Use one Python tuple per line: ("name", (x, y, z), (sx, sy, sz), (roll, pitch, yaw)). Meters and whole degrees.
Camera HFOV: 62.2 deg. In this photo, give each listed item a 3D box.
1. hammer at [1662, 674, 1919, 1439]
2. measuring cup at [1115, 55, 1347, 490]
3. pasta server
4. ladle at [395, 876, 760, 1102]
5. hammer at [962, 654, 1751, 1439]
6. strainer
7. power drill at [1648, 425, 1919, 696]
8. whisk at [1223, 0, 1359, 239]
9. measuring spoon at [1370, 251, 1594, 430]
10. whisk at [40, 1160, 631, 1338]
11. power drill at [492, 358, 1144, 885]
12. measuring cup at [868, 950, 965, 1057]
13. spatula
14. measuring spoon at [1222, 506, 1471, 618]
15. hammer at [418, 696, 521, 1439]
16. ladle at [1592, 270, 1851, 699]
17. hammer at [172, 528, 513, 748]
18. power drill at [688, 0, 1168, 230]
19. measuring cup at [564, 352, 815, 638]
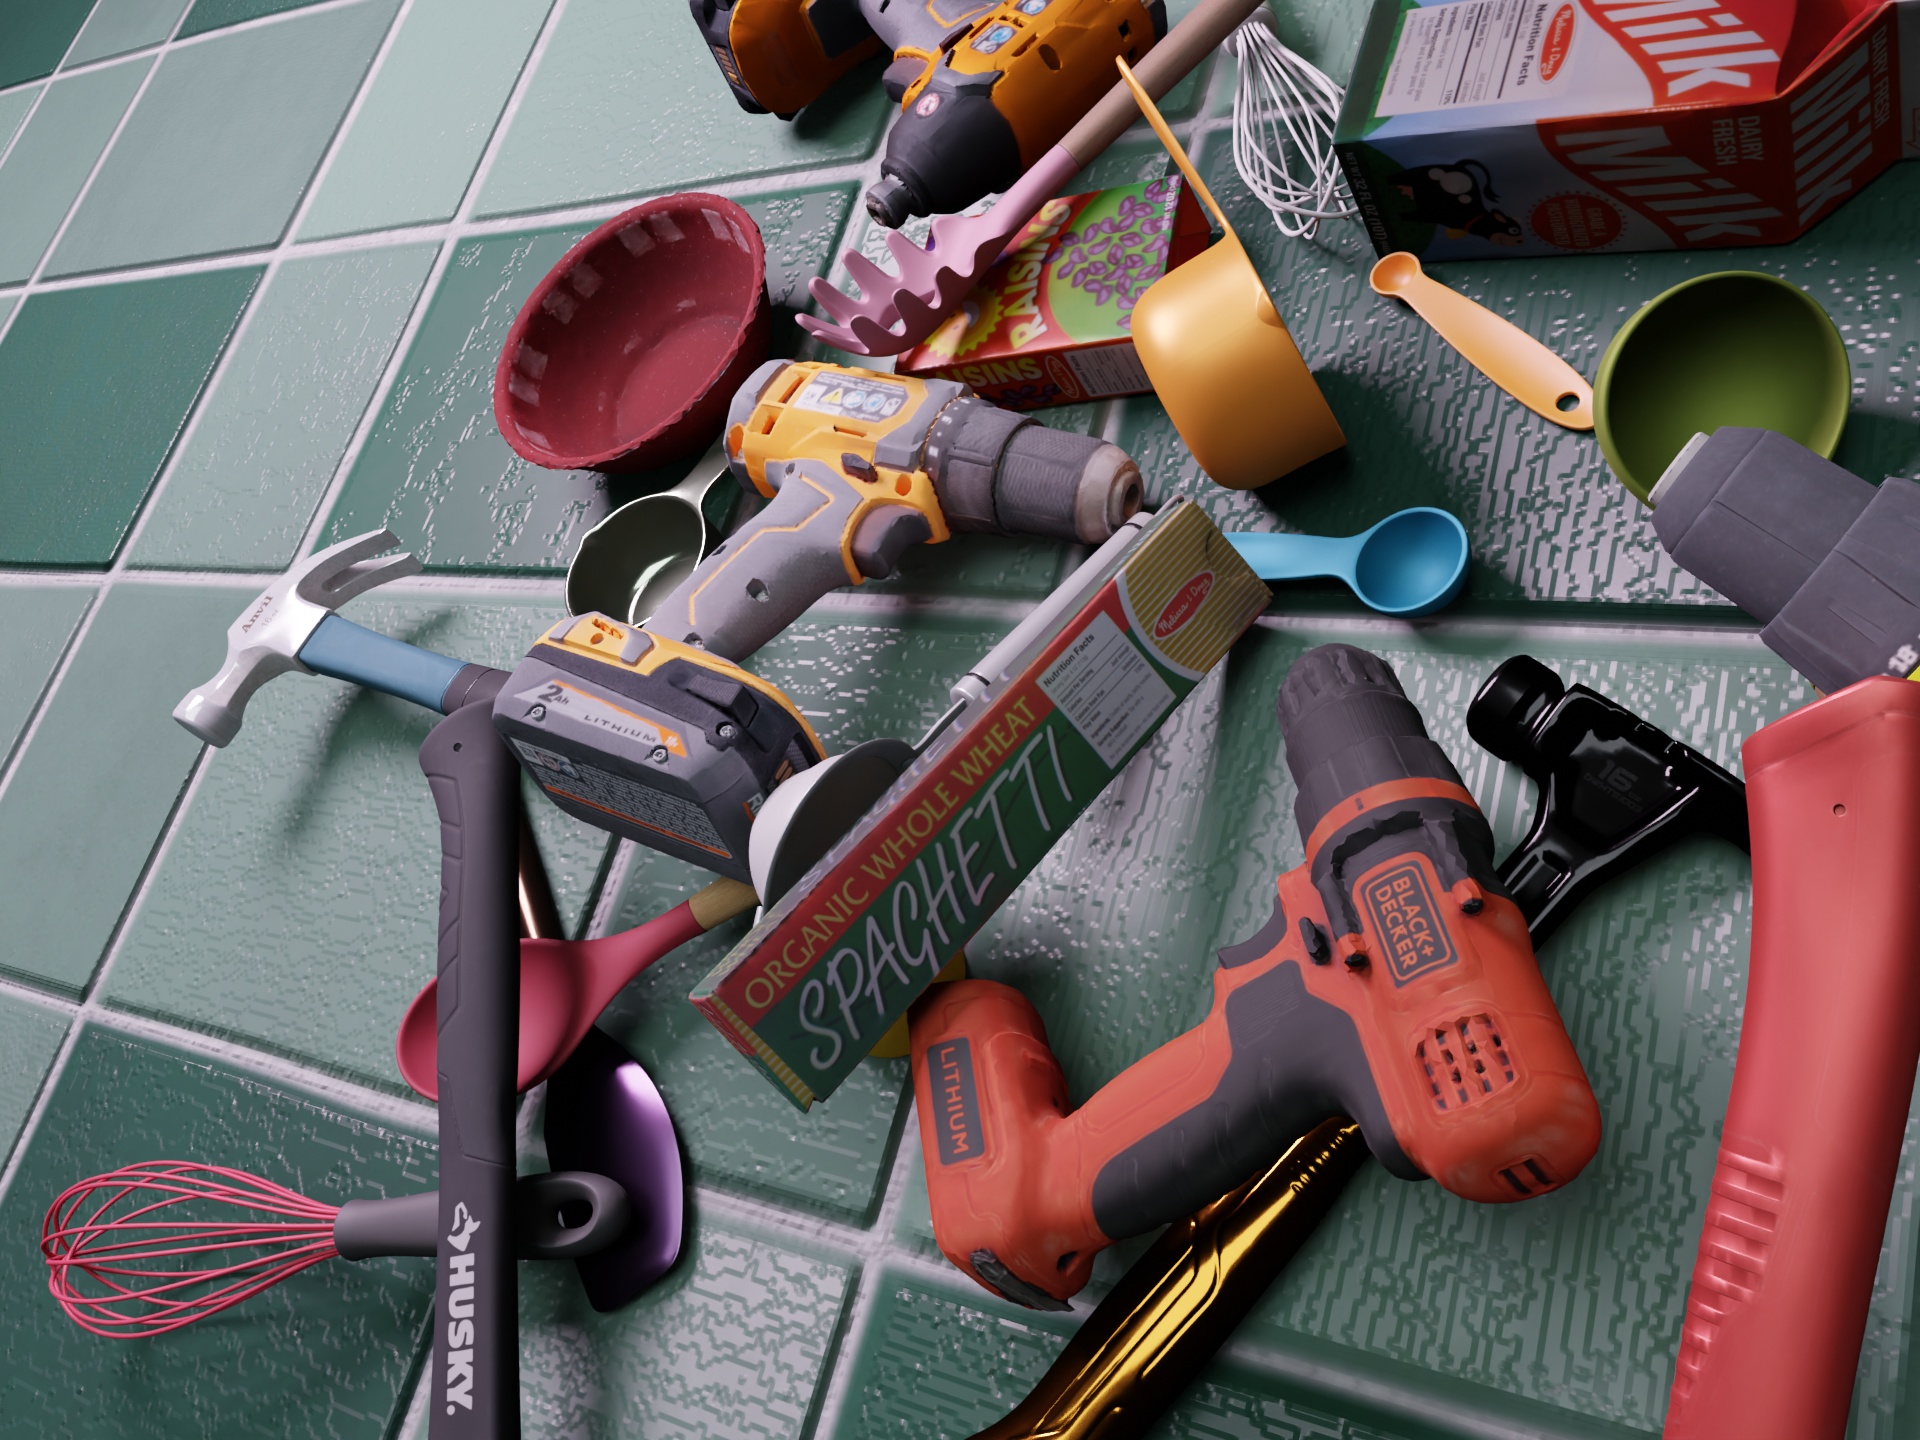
("hammer", (0.186, 0.169, 0.356), (0.149, 0.036, 0.359), (11, 86, 37))
("measuring cup", (0.081, -0.166, 0.597), (0.052, 0.095, 0.174), (-30, 80, 16))
("pasta server", (0.061, -0.259, 0.663), (0.316, 0.040, 0.060), (-43, 40, 3))
("ladle", (-0.081, 0.061, 0.622), (0.315, 0.031, 0.069), (-30, 56, 6))
("hammer", (0.109, 0.137, 0.477), (0.337, 0.034, 0.127), (-48, 50, 0))
("strainer", (-0.001, -0.002, 0.571), (0.050, 0.086, 0.258), (33, 65, 31))
("power drill", (0.315, -0.072, 0.408), (0.191, 0.080, 0.228), (39, 84, 18))
("whisk", (0.128, -0.294, 0.692), (0.059, 0.057, 0.247), (-2, 53, -9))
("measuring spoon", (0.195, -0.140, 0.592), (0.021, 0.011, 0.117), (-43, 55, 7))
("whisk", (-0.257, 0.206, 0.637), (0.296, 0.073, 0.073), (-11, 60, 21))
("power drill", (-0.049, -0.049, 0.624), (0.185, 0.084, 0.226), (16, 58, 28))
("measuring cup", (0.001, 0.117, 0.553), (0.062, 0.029, 0.157), (-50, 51, -2))
("spatula", (-0.176, 0.095, 0.677), (0.060, 0.018, 0.316), (-38, 53, 11))
("measuring spoon", (0.128, -0.055, 0.584), (0.129, 0.021, 0.042), (6, 68, 43))
("hammer", (-0.172, 0.148, 0.582), (0.146, 0.035, 0.335), (-13, 66, 14))
("ladle", (0.261, 0.005, 0.445), (0.078, 0.062, 0.320), (-14, 60, 5))
("hammer", (-0.218, -0.009, 0.726), (0.331, 0.033, 0.128), (16, 66, 29))
("power drill", (-0.033, -0.322, 0.769), (0.164, 0.084, 0.227), (-45, 54, -10))
("measuring cup", (-0.112, -0.098, 0.735), (0.083, 0.038, 0.167), (27, 75, 38))
